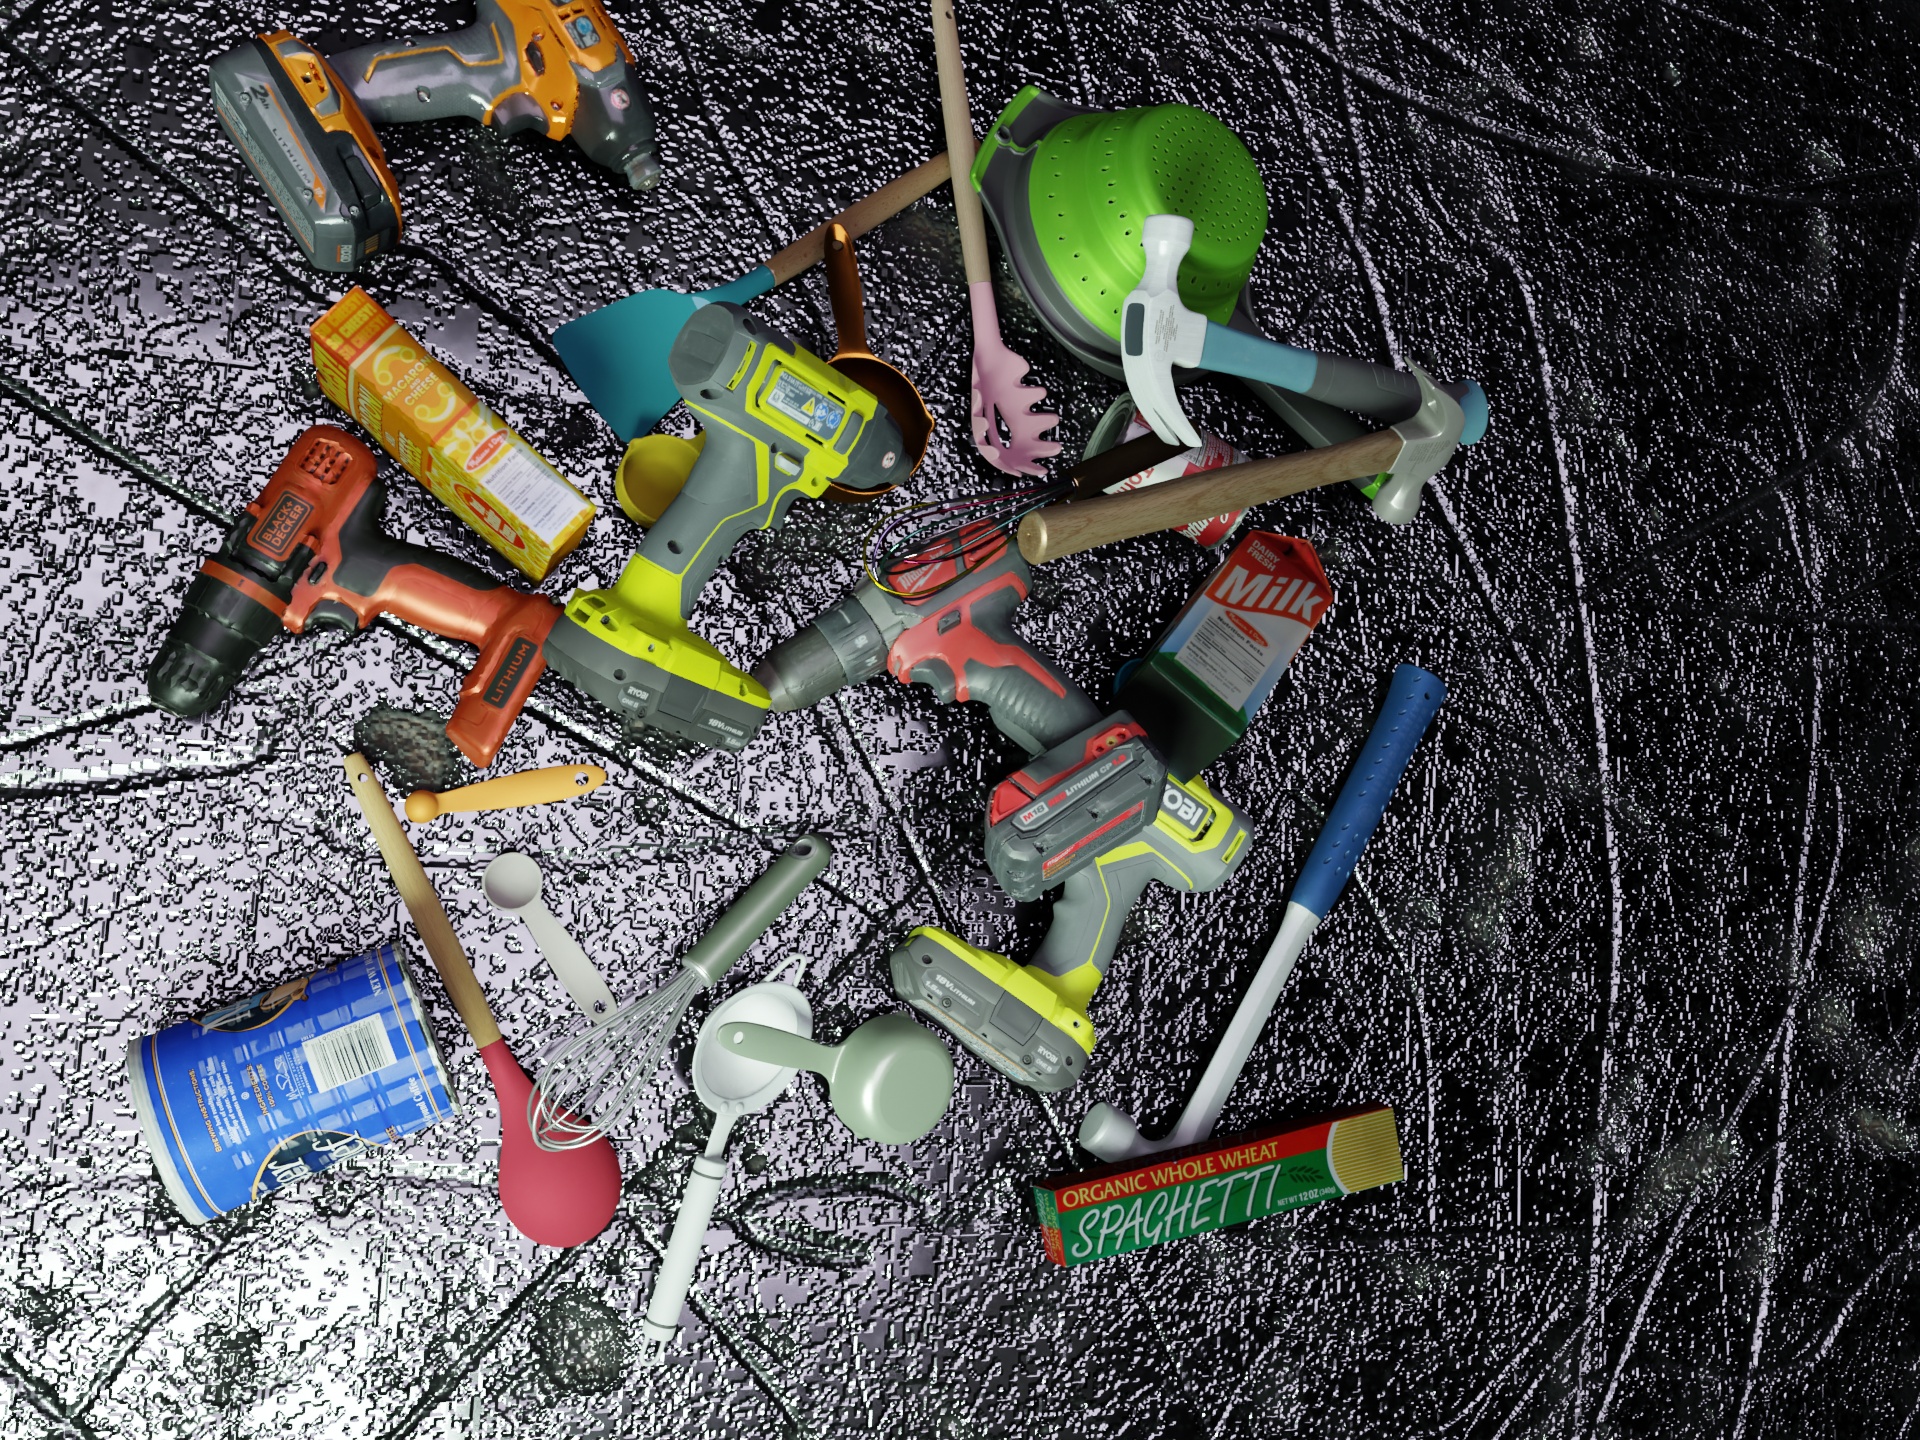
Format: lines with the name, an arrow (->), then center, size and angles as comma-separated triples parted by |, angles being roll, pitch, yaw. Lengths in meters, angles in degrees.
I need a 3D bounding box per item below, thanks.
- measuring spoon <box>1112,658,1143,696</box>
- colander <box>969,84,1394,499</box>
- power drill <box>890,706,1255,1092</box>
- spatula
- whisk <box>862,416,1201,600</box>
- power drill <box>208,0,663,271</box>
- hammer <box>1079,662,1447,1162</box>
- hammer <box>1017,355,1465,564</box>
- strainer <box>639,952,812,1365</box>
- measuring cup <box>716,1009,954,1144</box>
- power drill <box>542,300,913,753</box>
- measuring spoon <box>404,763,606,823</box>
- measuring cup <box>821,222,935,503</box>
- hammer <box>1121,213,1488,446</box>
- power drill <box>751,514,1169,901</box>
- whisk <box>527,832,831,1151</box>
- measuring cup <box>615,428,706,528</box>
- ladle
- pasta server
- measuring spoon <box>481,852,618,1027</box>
measuring spoon -> 0.148, -0.045, 1.088 | 0.128, 0.021, 0.042 | -41, 96, -26
colander -> 0.192, -0.282, 1.059 | 0.396, 0.094, 0.205 | 37, 59, -18
power drill -> 0.056, 0.098, 1.010 | 0.190, 0.080, 0.228 | 36, 73, -4
spatula -> -0.107, -0.294, 1.015 | 0.317, 0.044, 0.082 | -38, 98, -22
whisk -> 0.047, -0.139, 0.975 | 0.245, 0.051, 0.047 | -26, 60, -21
power drill -> -0.292, -0.352, 0.927 | 0.226, 0.084, 0.164 | -35, 98, -22
hammer -> 0.235, 0.143, 1.088 | 0.144, 0.035, 0.405 | 34, 76, -13
hammer -> 0.183, -0.149, 0.992 | 0.331, 0.130, 0.031 | -16, 56, -26
strainer -> -0.149, 0.257, 0.946 | 0.086, 0.050, 0.258 | 22, 84, -46
measuring cup -> -0.070, 0.207, 0.947 | 0.167, 0.038, 0.083 | 25, 82, -39
power drill -> -0.125, -0.102, 0.910 | 0.171, 0.080, 0.223 | 25, 95, -49
measuring spoon -> -0.267, 0.042, 0.938 | 0.117, 0.011, 0.021 | -10, 89, -19
measuring cup -> -0.074, -0.222, 1.005 | 0.095, 0.052, 0.174 | -6, 86, -19
hammer -> 0.234, -0.226, 1.034 | 0.330, 0.033, 0.128 | 4, 100, -36
power drill -> -0.002, -0.003, 0.964 | 0.188, 0.080, 0.227 | -31, 67, -11
whisk -> -0.161, 0.155, 0.939 | 0.246, 0.058, 0.059 | -47, 143, -26
measuring cup -> -0.153, -0.175, 0.993 | 0.062, 0.029, 0.156 | 48, 61, -10
ladle -> -0.281, 0.162, 0.917 | 0.069, 0.031, 0.315 | -26, 93, -23
pasta server -> 0.014, -0.314, 1.037 | 0.060, 0.040, 0.316 | -10, 94, -35
measuring spoon -> -0.241, 0.131, 0.942 | 0.034, 0.018, 0.124 | -36, 104, -18
